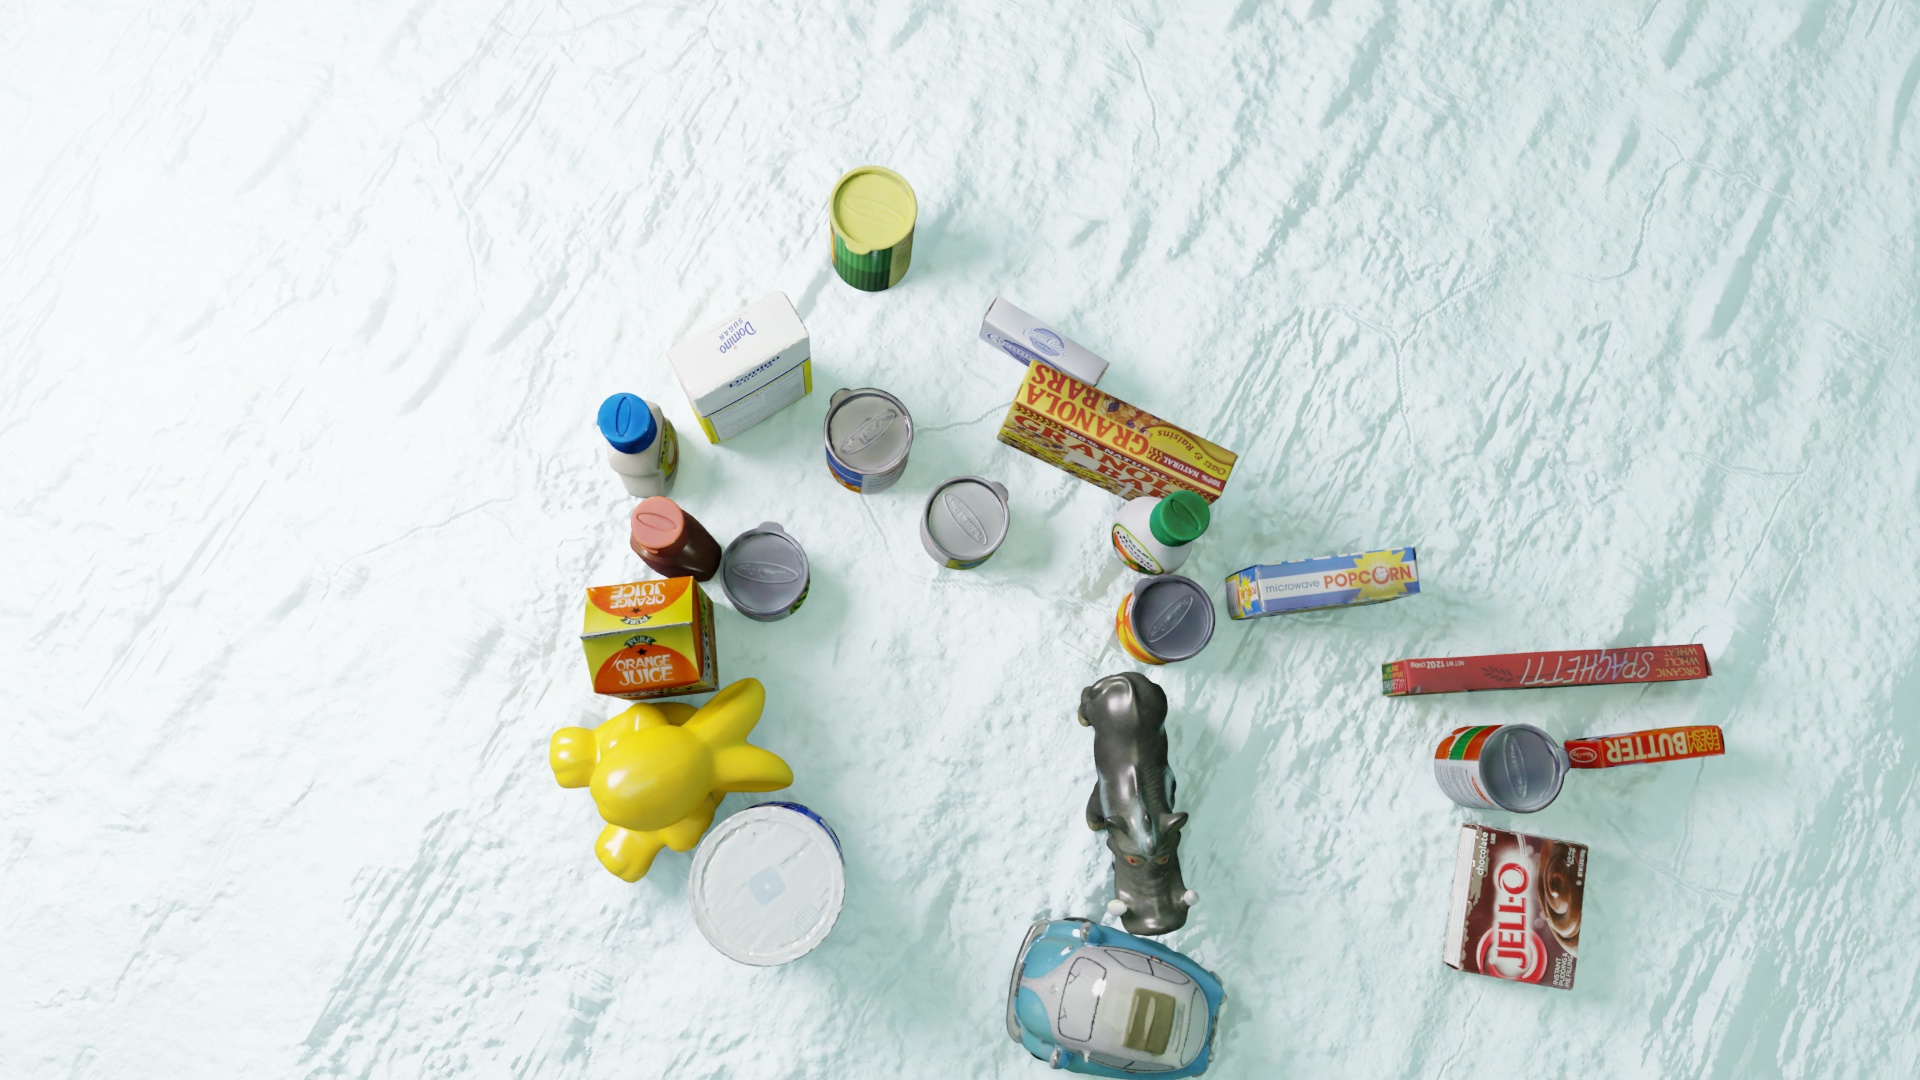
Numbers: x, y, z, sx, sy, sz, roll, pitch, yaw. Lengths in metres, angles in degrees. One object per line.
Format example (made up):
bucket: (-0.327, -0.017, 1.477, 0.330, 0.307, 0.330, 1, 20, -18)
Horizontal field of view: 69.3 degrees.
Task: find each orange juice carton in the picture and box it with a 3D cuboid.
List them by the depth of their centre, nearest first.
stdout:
orange juice carton: (-0.214, 0.070, 0.970, 0.072, 0.192, 0.073, -6, 82, -6)

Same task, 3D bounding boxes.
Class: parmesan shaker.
parmesan shaker: (-0.070, -0.237, 1.079, 0.071, 0.103, 0.071, 1, 81, -5)

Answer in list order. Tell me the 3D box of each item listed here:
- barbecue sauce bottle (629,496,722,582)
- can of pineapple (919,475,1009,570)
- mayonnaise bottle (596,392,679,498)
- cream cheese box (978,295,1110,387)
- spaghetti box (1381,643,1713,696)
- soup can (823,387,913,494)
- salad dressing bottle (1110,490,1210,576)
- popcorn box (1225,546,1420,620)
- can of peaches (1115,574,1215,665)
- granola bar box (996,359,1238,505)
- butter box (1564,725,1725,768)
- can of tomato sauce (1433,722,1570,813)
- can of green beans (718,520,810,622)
barbecue sauce bottle: (-0.210, -0.001, 1.004, 0.065, 0.148, 0.044, 19, 80, -2)
can of pineapple: (0.004, -0.013, 1.072, 0.071, 0.057, 0.071, 1, 81, -5)
mayonnaise bottle: (-0.234, -0.072, 1.014, 0.041, 0.148, 0.065, 5, 81, -4)
cream cheese box: (0.065, -0.151, 1.102, 0.104, 0.053, 0.024, 31, 80, 0)
spaghetti box: (0.461, 0.103, 1.097, 0.250, 0.050, 0.029, -3, 81, -5)
soup can: (-0.072, -0.077, 1.062, 0.071, 0.083, 0.071, 1, 81, -5)
salad dressing bottle: (0.150, -0.008, 1.038, 0.044, 0.147, 0.064, -41, 87, -9)
popcorn box: (0.278, 0.034, 1.074, 0.127, 0.085, 0.038, -7, 82, -6)
can of peaches: (0.156, 0.061, 1.073, 0.071, 0.058, 0.071, 1, 81, -5)
granola bar box: (0.114, -0.071, 1.057, 0.165, 0.124, 0.039, 25, 80, -1)
butter box: (0.537, 0.162, 1.093, 0.103, 0.053, 0.024, -5, 82, -6)
can of tomato sauce: (0.412, 0.173, 1.065, 0.071, 0.083, 0.071, 1, 81, -5)
can of green beans: (-0.147, 0.027, 1.052, 0.071, 0.057, 0.071, 1, 81, -5)
